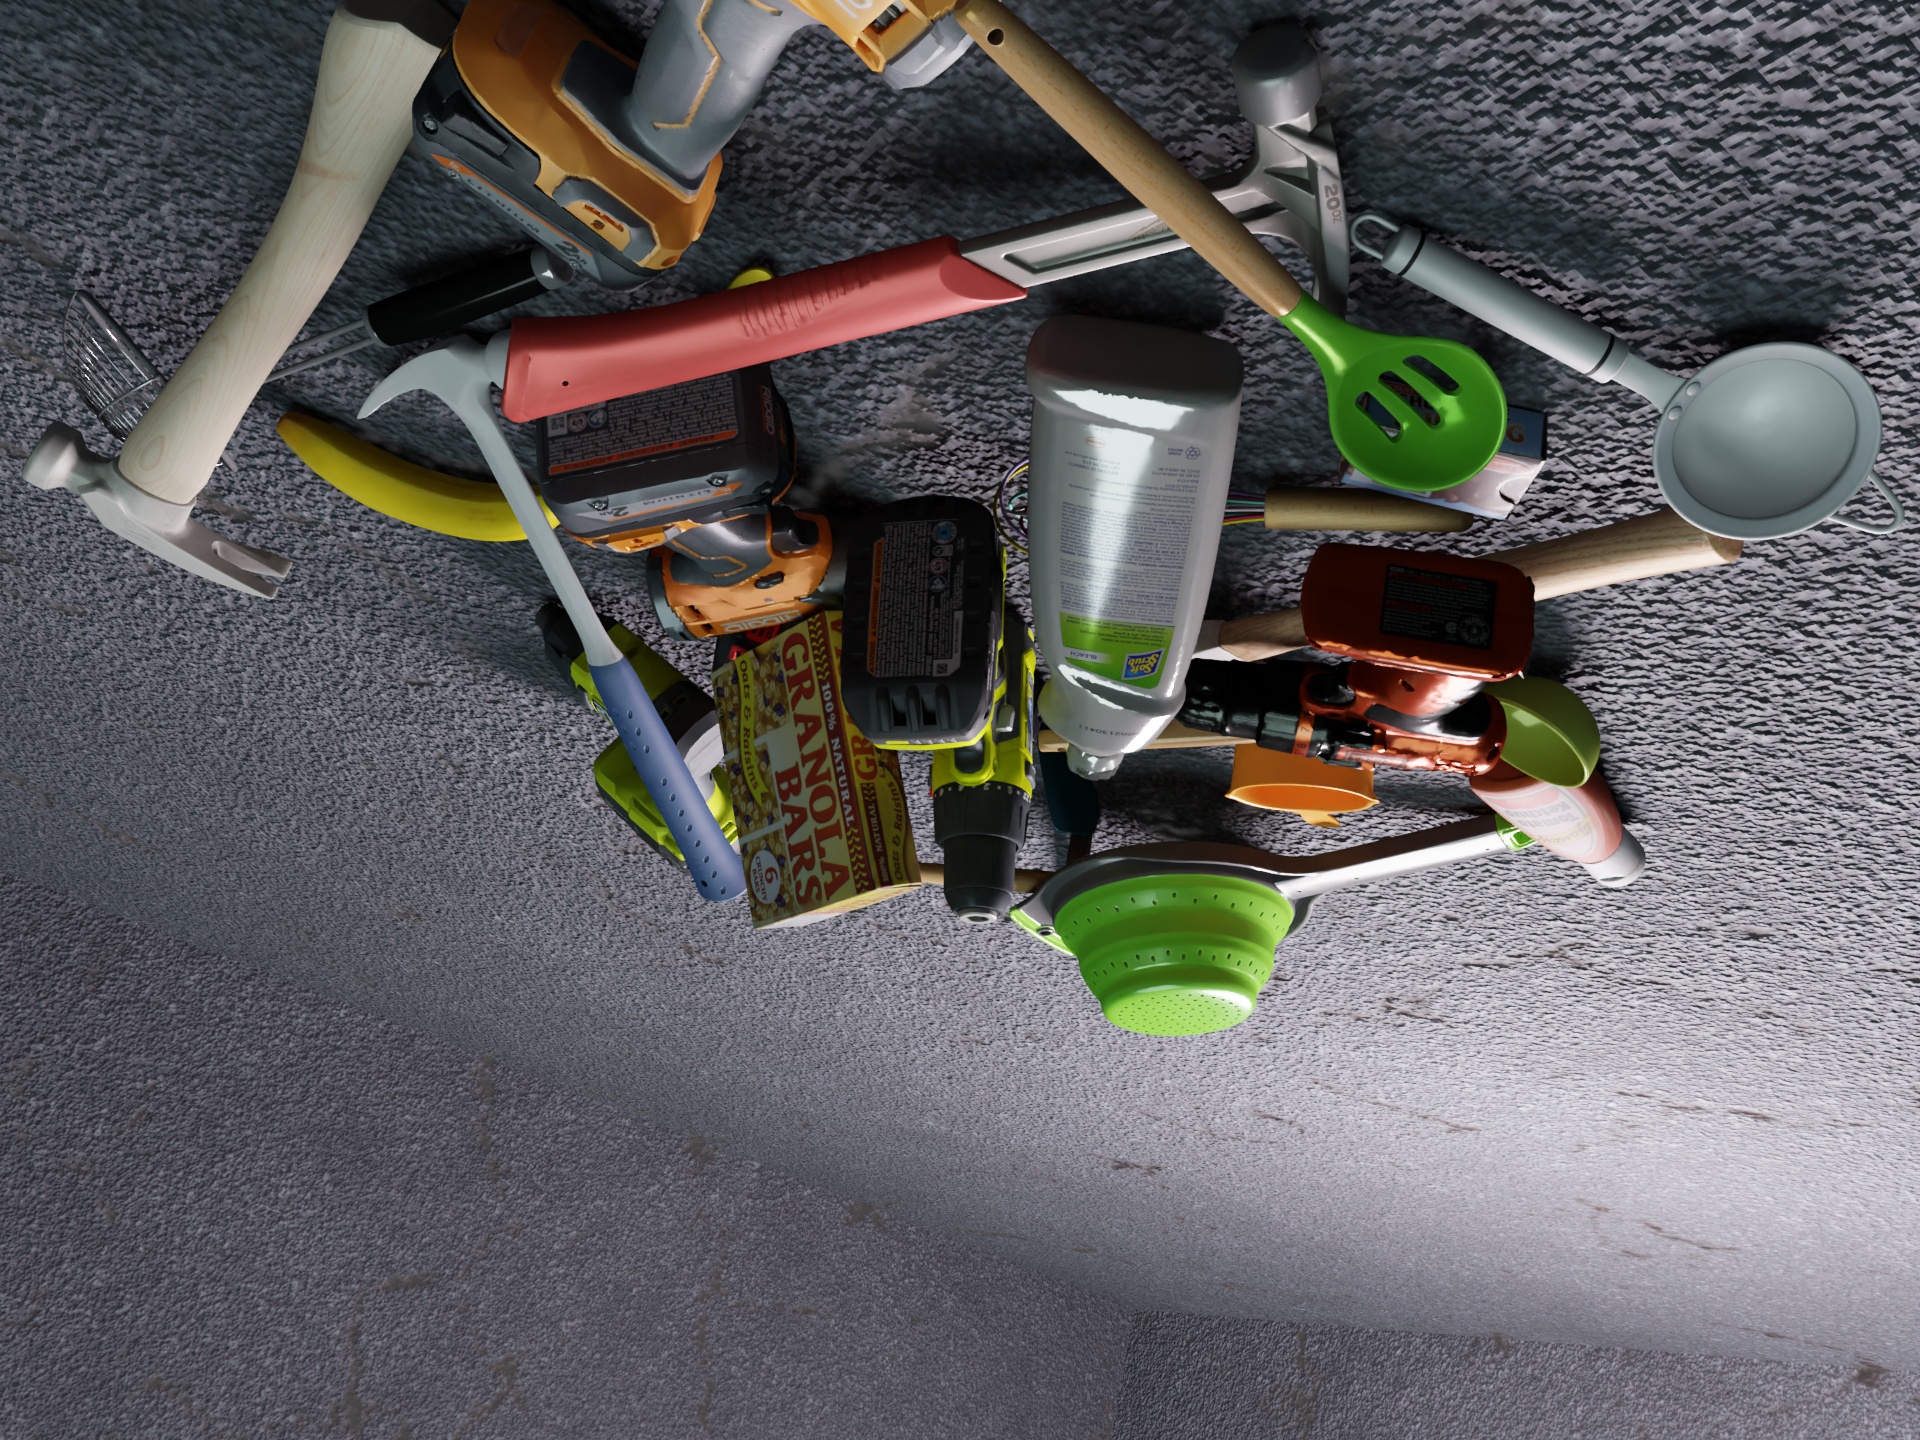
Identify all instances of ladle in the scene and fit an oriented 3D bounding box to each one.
[{"bbox_3d":[0.204,0.014,0.931,0.320,0.062,0.078,-4,155,11],"label":"ladle"},{"bbox_3d":[0.105,0.125,1.202,0.315,0.031,0.069,6,162,-14],"label":"ladle"}]

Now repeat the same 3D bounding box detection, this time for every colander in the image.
[{"bbox_3d":[0.225,0.149,1.121,0.397,0.095,0.204,-17,146,28],"label":"colander"}]

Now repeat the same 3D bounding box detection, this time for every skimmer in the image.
[{"bbox_3d":[-0.355,-0.217,0.879,0.363,0.090,0.127,-11,131,24],"label":"skimmer"}]

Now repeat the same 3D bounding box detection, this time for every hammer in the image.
[{"bbox_3d":[0.228,-0.062,0.820,0.130,0.031,0.331,23,158,-35],"label":"hammer"},{"bbox_3d":[-0.022,-0.174,0.664,0.359,0.037,0.149,-11,146,12],"label":"hammer"},{"bbox_3d":[-0.342,-0.198,0.799,0.146,0.038,0.410,32,136,-26],"label":"hammer"},{"bbox_3d":[-0.228,-0.048,0.982,0.144,0.035,0.405,1,128,32],"label":"hammer"}]

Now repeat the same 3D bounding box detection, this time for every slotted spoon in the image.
[{"bbox_3d":[0.113,-0.178,0.615,0.313,0.031,0.070,28,128,-36],"label":"slotted spoon"}]

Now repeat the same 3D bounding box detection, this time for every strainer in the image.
[{"bbox_3d":[0.275,-0.149,0.660,0.258,0.050,0.086,26,124,-6],"label":"strainer"}]

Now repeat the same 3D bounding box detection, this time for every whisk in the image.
[{"bbox_3d":[0.135,-0.106,0.817,0.245,0.047,0.051,3,150,16],"label":"whisk"}]

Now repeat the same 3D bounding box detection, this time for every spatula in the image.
[{"bbox_3d":[0.082,0.092,1.225,0.044,0.082,0.317,-9,157,-2],"label":"spatula"}]

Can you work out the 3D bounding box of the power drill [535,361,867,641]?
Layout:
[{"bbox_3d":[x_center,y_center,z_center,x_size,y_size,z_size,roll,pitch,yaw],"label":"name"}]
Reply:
[{"bbox_3d":[-0.114,-0.113,0.857,0.164,0.084,0.226,-10,162,8],"label":"power drill"}]

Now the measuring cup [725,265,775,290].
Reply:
[{"bbox_3d":[-0.129,-0.184,0.819,0.062,0.029,0.156,25,155,-18],"label":"measuring cup"}]

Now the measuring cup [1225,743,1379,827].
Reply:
[{"bbox_3d":[0.230,0.034,1.038,0.095,0.052,0.173,1,168,21],"label":"measuring cup"}]

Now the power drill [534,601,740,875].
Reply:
[{"bbox_3d":[-0.231,0.012,1.178,0.171,0.080,0.223,38,158,20],"label":"power drill"}]

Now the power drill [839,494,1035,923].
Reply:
[{"bbox_3d":[-0.001,-0.003,0.894,0.080,0.191,0.228,-2,157,11],"label":"power drill"}]

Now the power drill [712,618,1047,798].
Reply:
[{"bbox_3d":[-0.063,-0.011,1.075,0.219,0.079,0.143,22,152,-5],"label":"power drill"}]

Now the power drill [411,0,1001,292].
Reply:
[{"bbox_3d":[-0.119,-0.274,0.589,0.185,0.084,0.226,34,144,-31],"label":"power drill"}]
